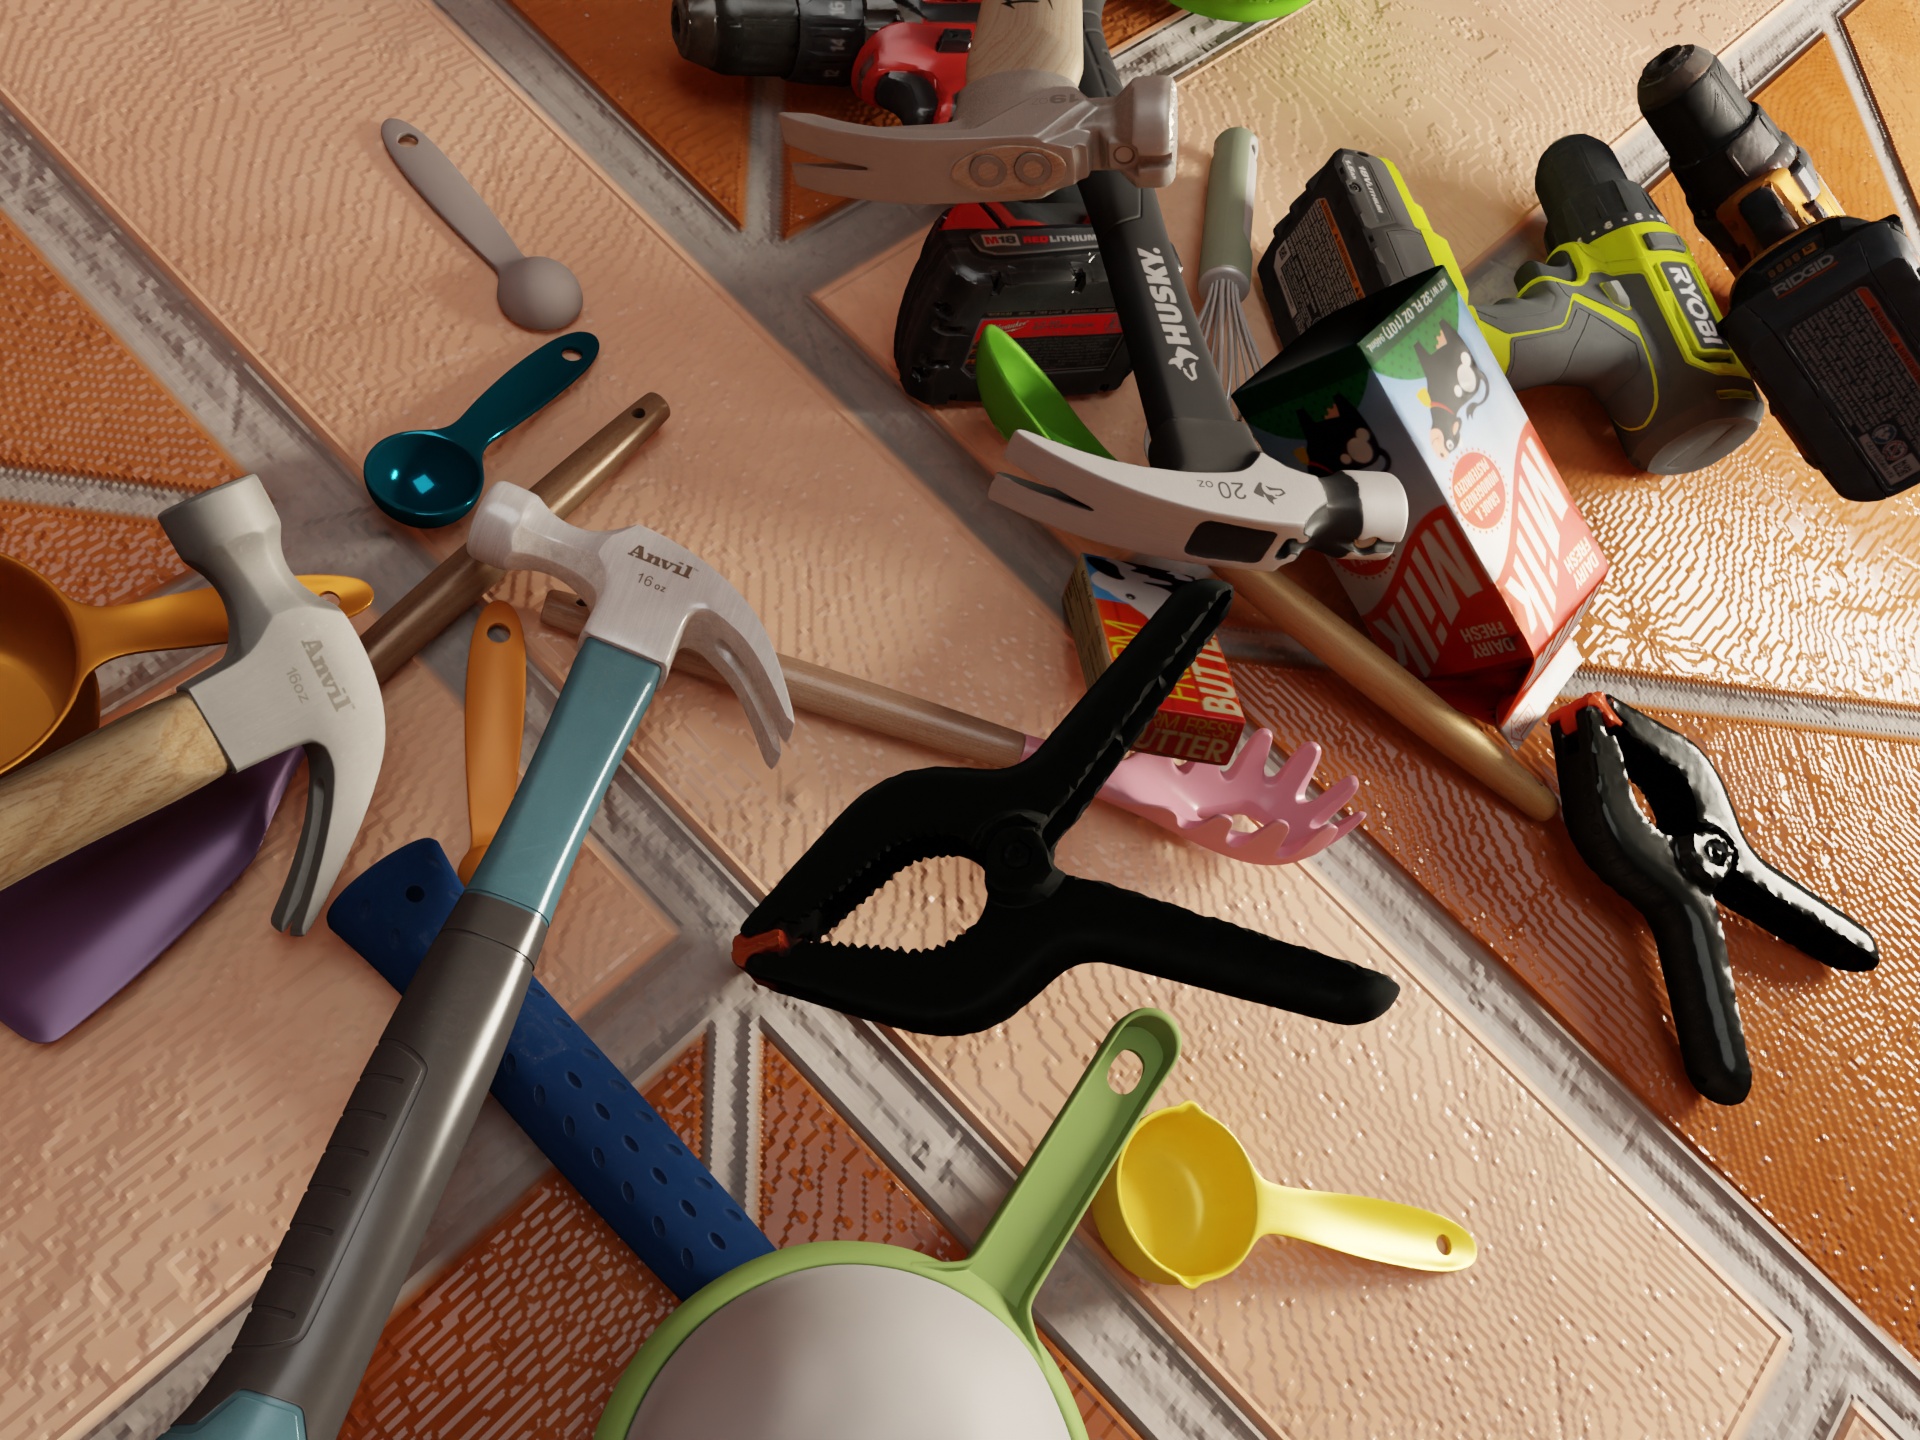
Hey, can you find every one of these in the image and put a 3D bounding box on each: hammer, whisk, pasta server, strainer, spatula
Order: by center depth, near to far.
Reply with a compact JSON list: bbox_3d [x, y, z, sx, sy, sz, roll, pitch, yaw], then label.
[{"bbox_3d":[-0.307,0.060,0.420,0.331,0.031,0.130,-35,110,-31],"label":"hammer"},{"bbox_3d":[0.005,0.176,0.449,0.151,0.069,0.256,37,59,3],"label":"strainer"},{"bbox_3d":[-0.144,0.069,0.477,0.128,0.033,0.331,22,54,-7],"label":"hammer"},{"bbox_3d":[-0.050,0.197,0.481,0.405,0.035,0.144,45,59,8],"label":"hammer"},{"bbox_3d":[-0.207,-0.022,0.554,0.060,0.018,0.316,35,59,7],"label":"spatula"},{"bbox_3d":[-0.001,-0.002,0.601,0.316,0.040,0.060,17,34,-7],"label":"pasta server"},{"bbox_3d":[0.060,-0.201,0.631,0.146,0.035,0.335,0,58,-18],"label":"hammer"},{"bbox_3d":[0.027,-0.366,0.695,0.146,0.038,0.411,1,55,9],"label":"hammer"},{"bbox_3d":[0.123,-0.196,0.740,0.059,0.057,0.247,0,55,15],"label":"whisk"}]

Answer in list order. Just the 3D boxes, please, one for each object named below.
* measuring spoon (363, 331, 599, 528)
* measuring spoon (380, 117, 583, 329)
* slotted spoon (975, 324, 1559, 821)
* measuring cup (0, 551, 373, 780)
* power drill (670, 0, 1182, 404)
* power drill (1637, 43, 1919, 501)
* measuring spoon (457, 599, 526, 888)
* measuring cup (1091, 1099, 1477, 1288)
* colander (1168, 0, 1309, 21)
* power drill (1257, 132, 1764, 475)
[{"bbox_3d":[-0.180,-0.112,0.616,0.042,0.021,0.129,31,49,4],"label":"measuring spoon"},{"bbox_3d":[-0.200,-0.210,0.654,0.034,0.018,0.124,-36,78,-30],"label":"measuring spoon"},{"bbox_3d":[0.126,-0.053,0.656,0.313,0.031,0.070,37,24,-7],"label":"slotted spoon"},{"bbox_3d":[-0.278,-0.014,0.508,0.173,0.052,0.095,-14,69,-26],"label":"measuring cup"},{"bbox_3d":[-0.017,-0.253,0.707,0.188,0.080,0.227,-8,64,-22],"label":"power drill"},{"bbox_3d":[0.402,-0.227,0.769,0.185,0.084,0.226,44,33,-19],"label":"power drill"},{"bbox_3d":[-0.163,0.007,0.557,0.021,0.011,0.117,3,62,-17],"label":"measuring spoon"},{"bbox_3d":[0.114,0.176,0.559,0.156,0.029,0.062,18,59,-23],"label":"measuring cup"},{"bbox_3d":[0.075,-0.414,0.814,0.397,0.094,0.205,-19,63,-17],"label":"colander"},{"bbox_3d":[0.268,-0.214,0.779,0.228,0.080,0.191,-4,66,-23],"label":"power drill"}]
